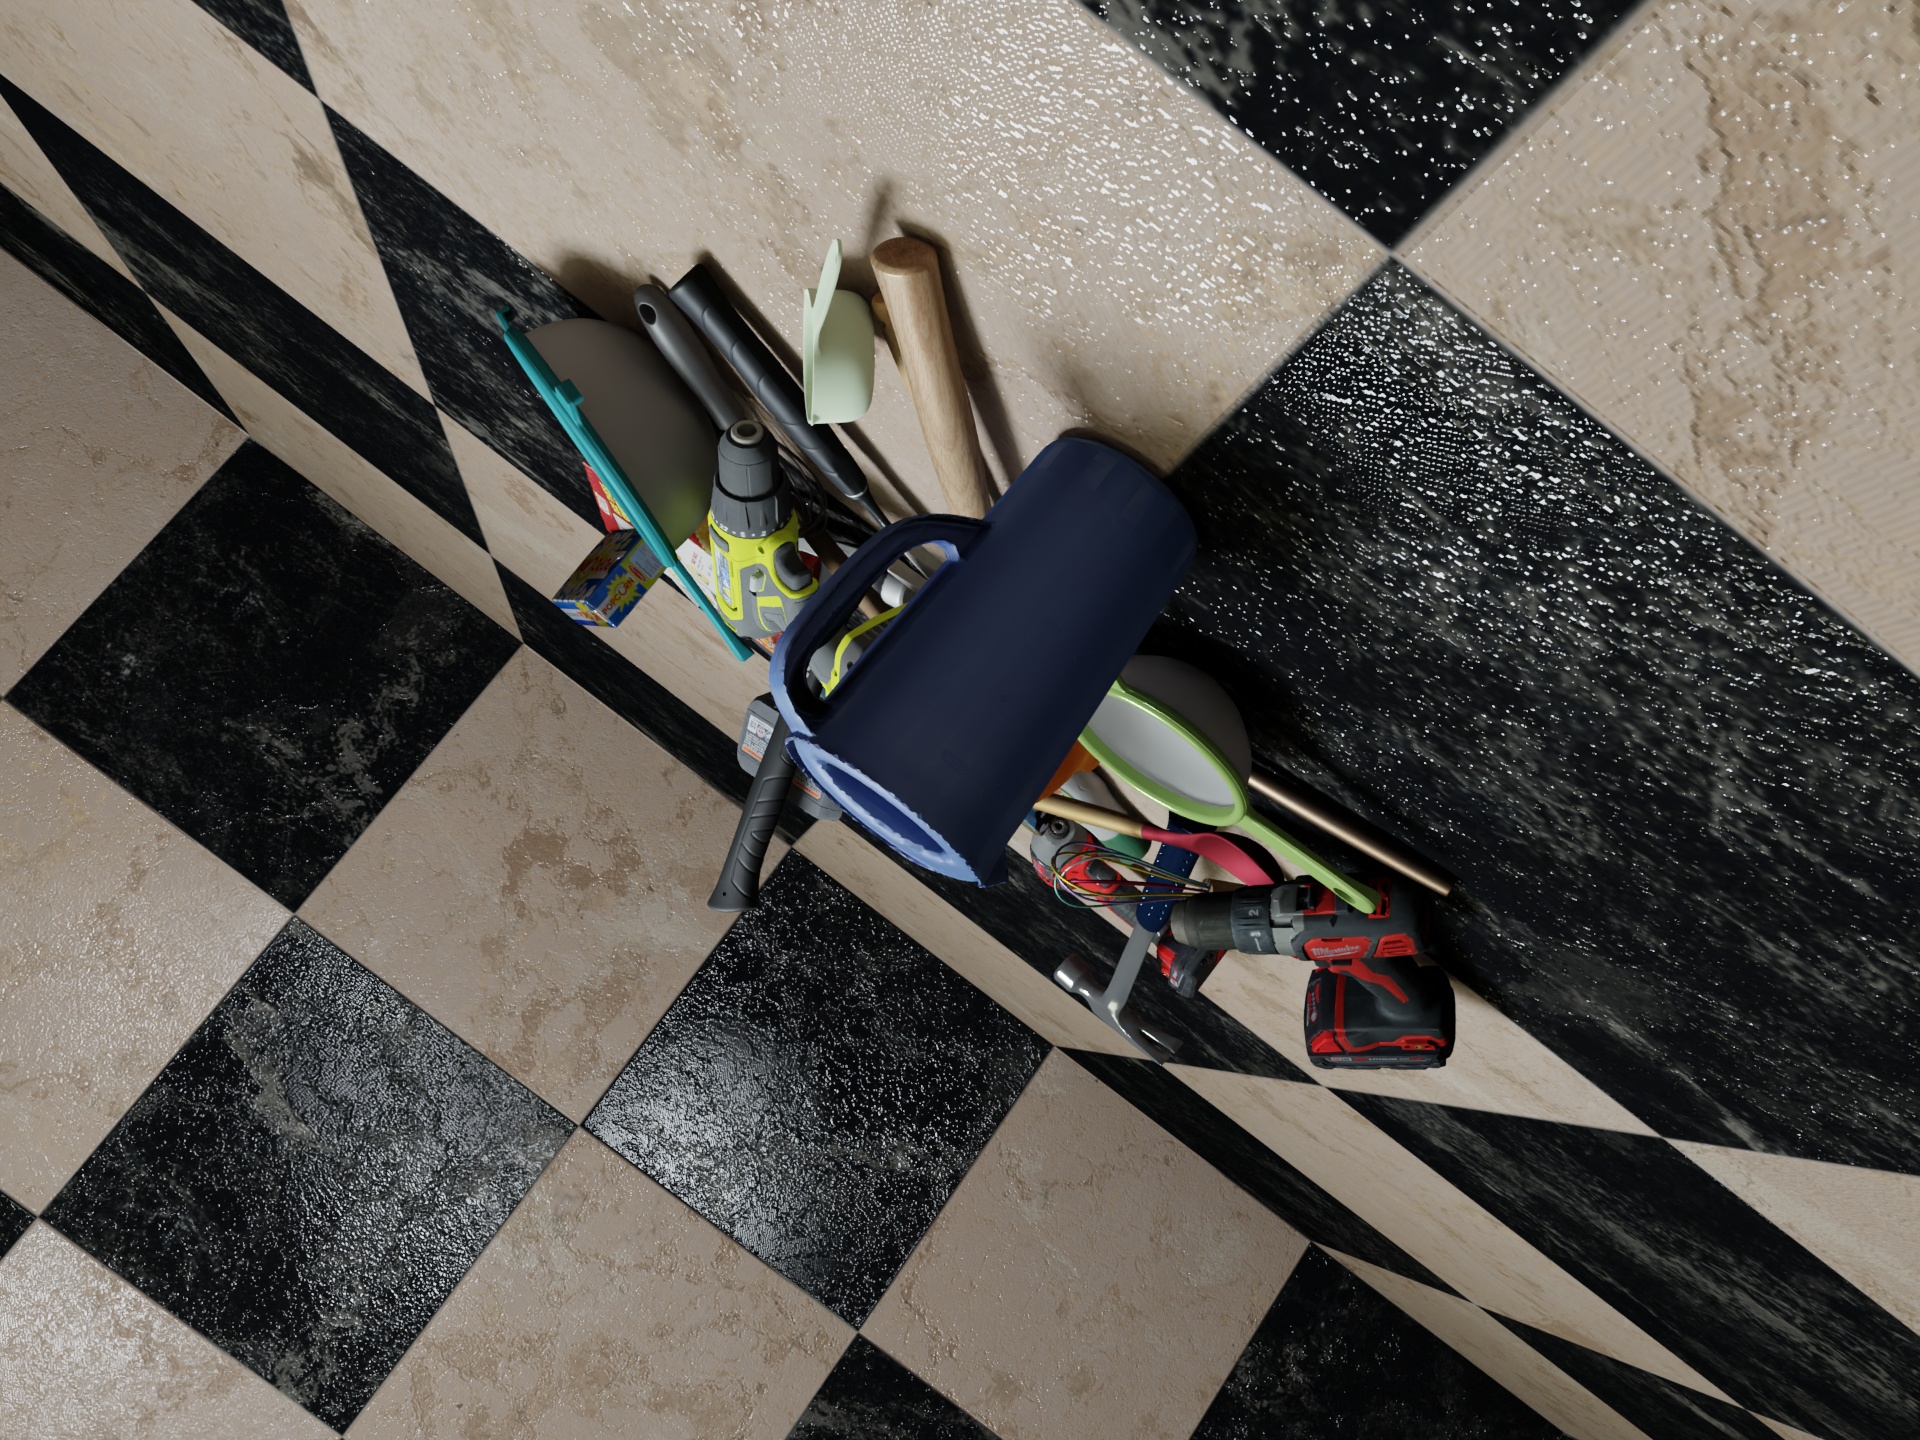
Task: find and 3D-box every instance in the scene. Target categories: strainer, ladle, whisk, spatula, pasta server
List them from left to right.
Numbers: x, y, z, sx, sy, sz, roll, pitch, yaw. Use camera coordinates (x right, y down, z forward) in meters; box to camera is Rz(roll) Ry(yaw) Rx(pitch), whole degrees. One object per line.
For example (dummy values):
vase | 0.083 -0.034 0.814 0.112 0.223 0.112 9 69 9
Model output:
strainer | -0.221 -0.185 1.247 0.211 0.095 0.340 47 171 49
whisk | -0.166 -0.222 1.164 0.055 0.055 0.238 22 156 45
spatula | -0.056 -0.091 1.207 0.318 0.044 0.082 50 177 33
ladle | 0.130 0.085 1.299 0.316 0.031 0.069 15 151 39
whisk | 0.180 0.139 1.284 0.244 0.051 0.047 11 180 -24
strainer | 0.186 0.031 1.069 0.256 0.069 0.151 36 164 2
pasta server | 0.204 0.044 1.135 0.316 0.040 0.060 31 -153 15

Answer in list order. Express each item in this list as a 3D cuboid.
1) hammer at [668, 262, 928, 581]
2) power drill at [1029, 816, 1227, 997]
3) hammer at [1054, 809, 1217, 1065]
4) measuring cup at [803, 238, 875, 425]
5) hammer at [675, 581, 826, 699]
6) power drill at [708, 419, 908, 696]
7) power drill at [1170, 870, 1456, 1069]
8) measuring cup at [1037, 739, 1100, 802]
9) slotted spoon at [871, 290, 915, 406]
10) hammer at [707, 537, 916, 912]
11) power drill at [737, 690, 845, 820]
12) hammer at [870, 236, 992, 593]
hammer | -0.065 -0.152 1.116 0.408 0.036 0.149 49 177 -33
power drill | 0.163 0.171 1.573 0.220 0.078 0.143 35 166 17
hammer | 0.174 0.191 1.449 0.144 0.035 0.405 40 151 19
measuring cup | -0.061 -0.218 0.871 0.038 0.083 0.167 -1 168 -12
hammer | -0.221 -0.108 1.587 0.331 0.033 0.128 38 171 35
power drill | -0.104 -0.088 1.128 0.229 0.080 0.190 48 153 27
power drill | 0.277 0.187 1.215 0.188 0.080 0.226 -6 144 25
measuring cup | 0.082 0.016 1.290 0.052 0.095 0.173 41 -174 14
slotted spoon | 0.004 -0.154 1.006 0.070 0.031 0.313 27 161 33
hammer | -0.145 0.008 1.313 0.146 0.334 0.035 28 -166 29
power drill | -0.062 0.022 1.419 0.185 0.084 0.226 31 -153 29
hammer | -0.003 -0.152 0.947 0.130 0.031 0.331 15 152 20
